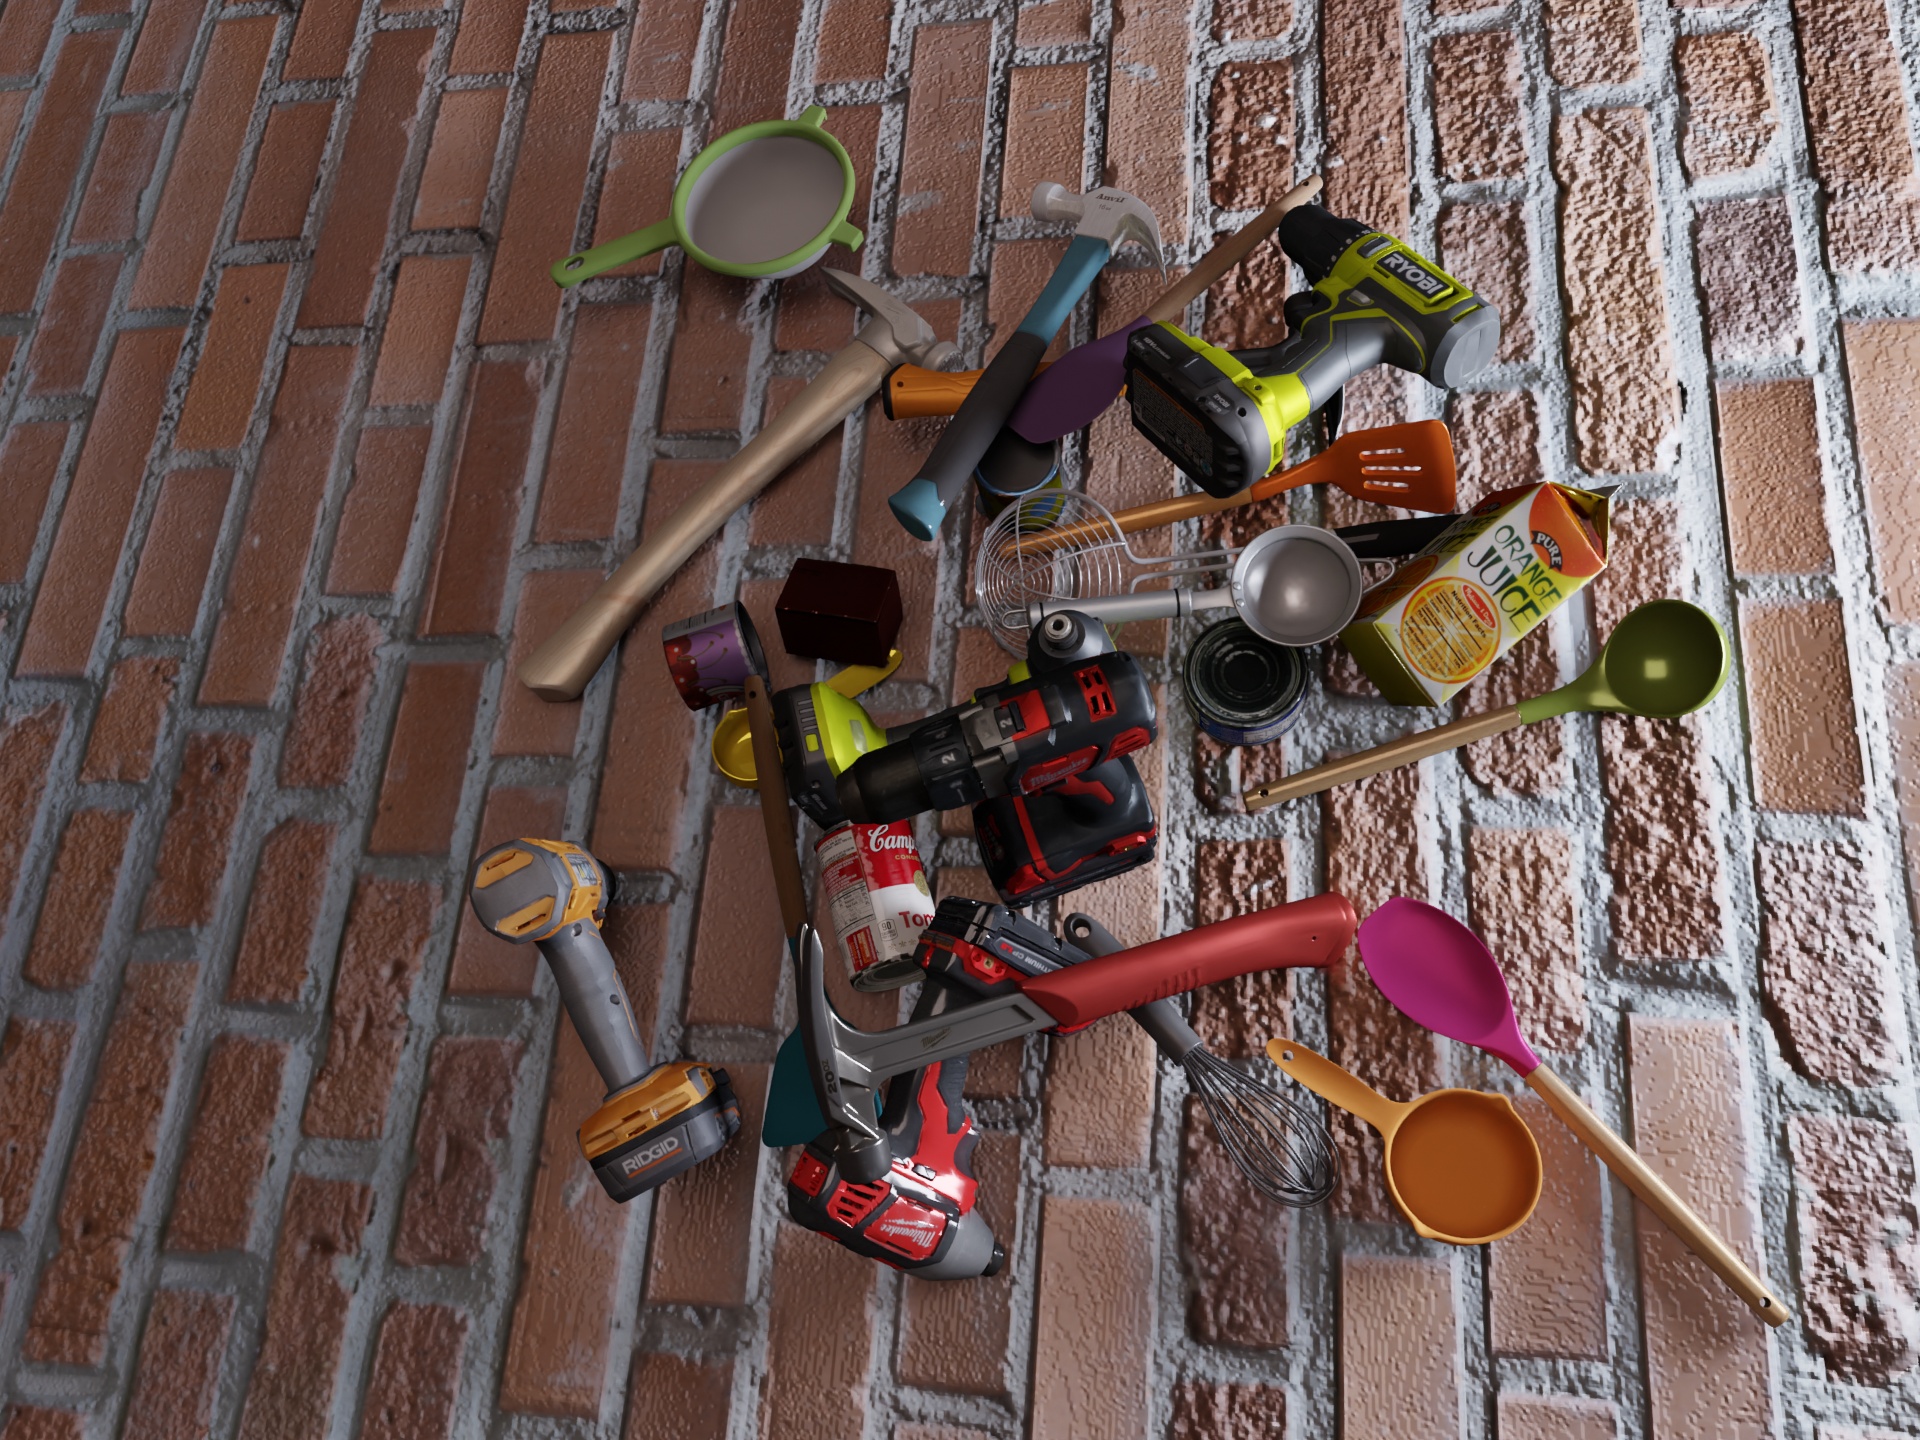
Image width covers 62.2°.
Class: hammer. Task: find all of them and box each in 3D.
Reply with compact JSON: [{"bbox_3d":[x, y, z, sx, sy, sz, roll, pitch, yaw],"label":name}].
[{"bbox_3d":[0.042,-0.261,1.135,0.128,0.033,0.331,19,65,27],"label":"hammer"},{"bbox_3d":[0.110,-0.244,1.168,0.337,0.034,0.127,-5,66,1],"label":"hammer"},{"bbox_3d":[0.079,0.151,0.949,0.359,0.037,0.149,-13,96,-22],"label":"hammer"},{"bbox_3d":[-0.187,-0.177,1.215,0.146,0.038,0.410,40,80,23],"label":"hammer"}]

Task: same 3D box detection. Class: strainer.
[{"bbox_3d":[0.155,-0.080,1.055,0.258,0.050,0.087,-6,72,0],"label":"strainer"},{"bbox_3d":[-0.201,-0.386,1.284,0.256,0.069,0.152,-19,65,5],"label":"strainer"}]

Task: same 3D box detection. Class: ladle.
[{"bbox_3d":[0.338,0.000,1.038,0.320,0.062,0.078,-18,66,6],"label":"ladle"}]

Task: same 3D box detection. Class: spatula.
[{"bbox_3d":[0.156,-0.304,1.163,0.316,0.018,0.060,-42,64,-14],"label":"spatula"},{"bbox_3d":[0.183,-0.152,1.131,0.322,0.080,0.041,-13,42,10],"label":"spatula"},{"bbox_3d":[-0.115,0.119,1.064,0.082,0.044,0.318,-15,76,12],"label":"spatula"}]

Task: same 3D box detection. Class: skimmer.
[{"bbox_3d":[0.193,-0.114,1.119,0.363,0.090,0.127,-7,92,-4],"label":"skimmer"}]

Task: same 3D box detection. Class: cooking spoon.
[{"bbox_3d":[0.365,0.231,0.960,0.069,0.017,0.319,-40,67,-6],"label":"cooking spoon"}]

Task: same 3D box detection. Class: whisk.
[{"bbox_3d":[0.145,0.206,0.996,0.055,0.055,0.239,-40,63,-7],"label":"whisk"}]

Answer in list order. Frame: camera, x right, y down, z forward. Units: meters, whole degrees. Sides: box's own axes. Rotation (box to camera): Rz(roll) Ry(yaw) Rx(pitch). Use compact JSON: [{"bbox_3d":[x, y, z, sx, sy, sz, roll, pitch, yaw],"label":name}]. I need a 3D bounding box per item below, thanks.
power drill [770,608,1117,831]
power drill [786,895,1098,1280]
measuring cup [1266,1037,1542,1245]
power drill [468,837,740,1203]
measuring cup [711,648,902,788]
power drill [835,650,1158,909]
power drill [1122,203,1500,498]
[{"bbox_3d":[-0.002,-0.003,1.041,0.223,0.171,0.080,-18,67,6],"label":"power drill"},{"bbox_3d":[0.002,0.230,0.975,0.143,0.078,0.220,32,76,-20],"label":"power drill"},{"bbox_3d":[0.260,0.246,0.956,0.174,0.052,0.095,31,77,22],"label":"measuring cup"},{"bbox_3d":[-0.226,0.180,1.027,0.084,0.185,0.226,-28,85,-2],"label":"power drill"},{"bbox_3d":[-0.107,-0.004,1.142,0.156,0.029,0.062,-32,68,-16],"label":"measuring cup"},{"bbox_3d":[0.033,0.045,0.981,0.188,0.226,0.080,-20,66,2],"label":"power drill"},{"bbox_3d":[0.229,-0.268,1.108,0.228,0.080,0.191,-31,56,-13],"label":"power drill"}]
